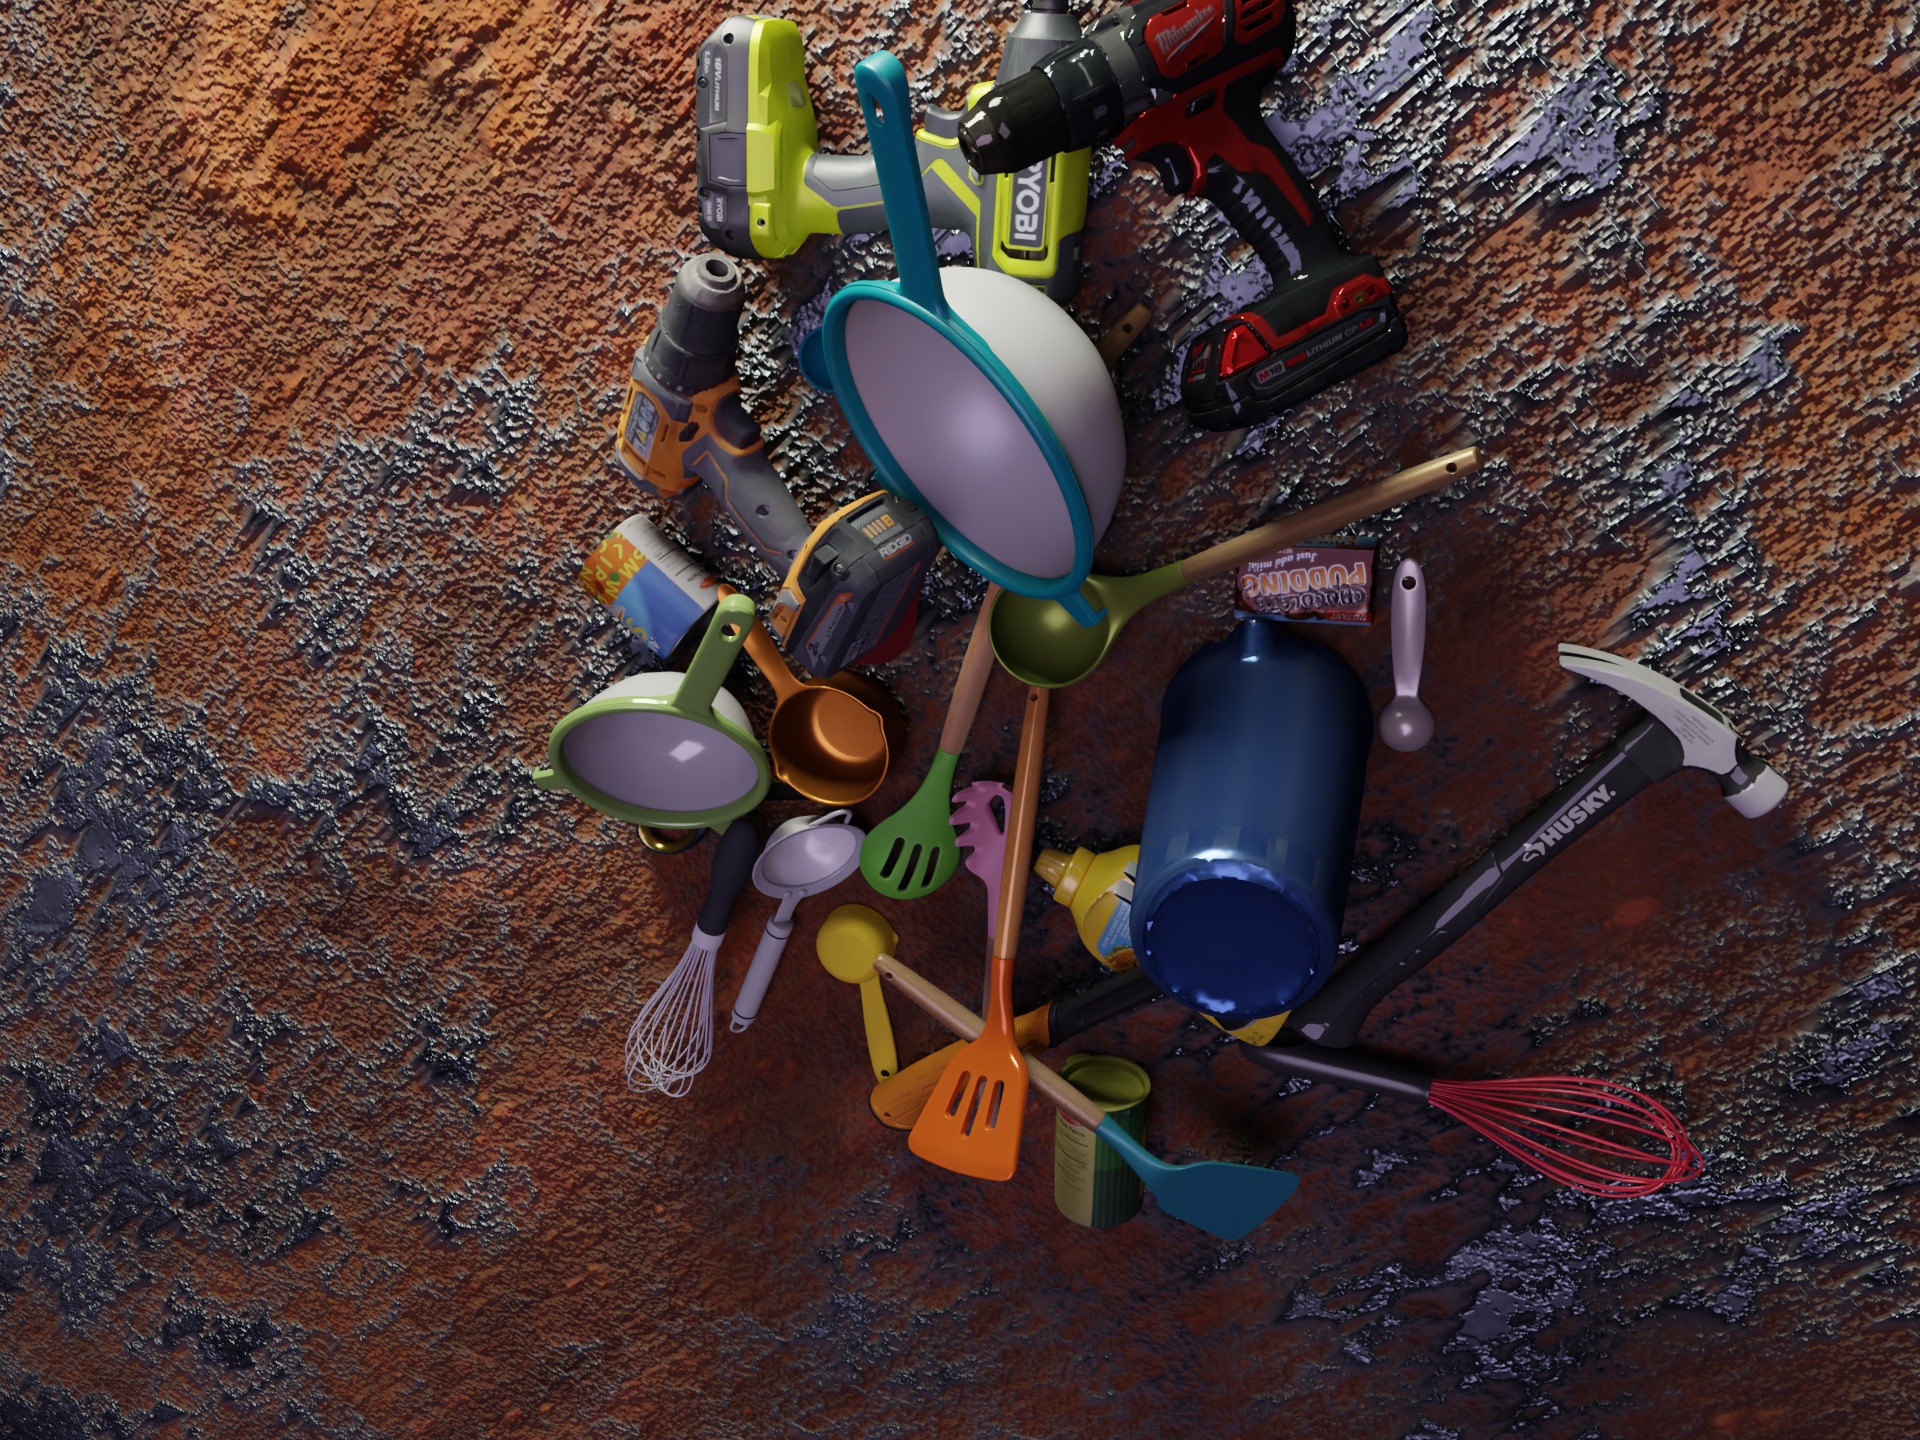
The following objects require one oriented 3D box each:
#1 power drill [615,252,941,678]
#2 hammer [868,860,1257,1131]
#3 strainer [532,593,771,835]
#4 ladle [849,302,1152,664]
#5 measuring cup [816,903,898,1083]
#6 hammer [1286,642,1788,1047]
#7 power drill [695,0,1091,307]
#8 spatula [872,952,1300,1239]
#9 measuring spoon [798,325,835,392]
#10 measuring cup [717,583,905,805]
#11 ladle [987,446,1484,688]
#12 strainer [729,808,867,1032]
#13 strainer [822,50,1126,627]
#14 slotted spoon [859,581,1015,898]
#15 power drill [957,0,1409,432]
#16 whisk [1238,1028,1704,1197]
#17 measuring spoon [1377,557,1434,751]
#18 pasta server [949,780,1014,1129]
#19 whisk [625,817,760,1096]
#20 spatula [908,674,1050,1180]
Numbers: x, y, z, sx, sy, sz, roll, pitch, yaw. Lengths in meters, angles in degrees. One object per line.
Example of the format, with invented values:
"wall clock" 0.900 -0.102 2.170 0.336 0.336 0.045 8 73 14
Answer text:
"power drill" -0.117 -0.158 0.974 0.226 0.084 0.185 47 144 10
"hammer" 0.044 0.211 1.096 0.127 0.034 0.337 47 129 -10
"strainer" -0.181 -0.020 1.056 0.151 0.069 0.256 16 141 -18
"ladle" 0.011 -0.144 1.010 0.069 0.031 0.315 44 117 -1
"measuring cup" -0.070 0.212 1.182 0.062 0.029 0.156 -3 109 21
"hammer" 0.326 0.096 0.992 0.146 0.035 0.334 41 119 -1
"power drill" -0.034 -0.337 0.919 0.223 0.080 0.171 9 115 12
"spatula" 0.075 0.249 1.071 0.317 0.044 0.082 36 125 5
"measuring spoon" -0.040 -0.215 1.006 0.128 0.021 0.042 21 116 0
"measuring cup" -0.105 -0.026 1.085 0.095 0.052 0.173 -30 97 27
"ladle" 0.150 -0.093 0.931 0.320 0.062 0.078 -20 95 37
"strainer" -0.133 0.144 1.170 0.050 0.086 0.258 58 136 40
"strainer" 0.014 -0.216 0.852 0.211 0.095 0.340 37 158 31
"slotted spoon" -0.002 -0.003 1.069 0.070 0.031 0.313 13 115 -11
"power drill" 0.120 -0.270 0.852 0.188 0.080 0.226 -27 101 -6
"whisk" 0.327 0.247 1.041 0.296 0.073 0.073 12 115 21
"measuring spoon" 0.271 -0.037 0.965 0.034 0.018 0.124 2 111 19
"pasta server" 0.022 0.179 1.132 0.060 0.040 0.316 13 117 23
"whisk" -0.196 0.181 1.181 0.070 0.070 0.284 27 123 7
"spatula" 0.028 0.131 1.030 0.081 0.041 0.322 9 93 30
